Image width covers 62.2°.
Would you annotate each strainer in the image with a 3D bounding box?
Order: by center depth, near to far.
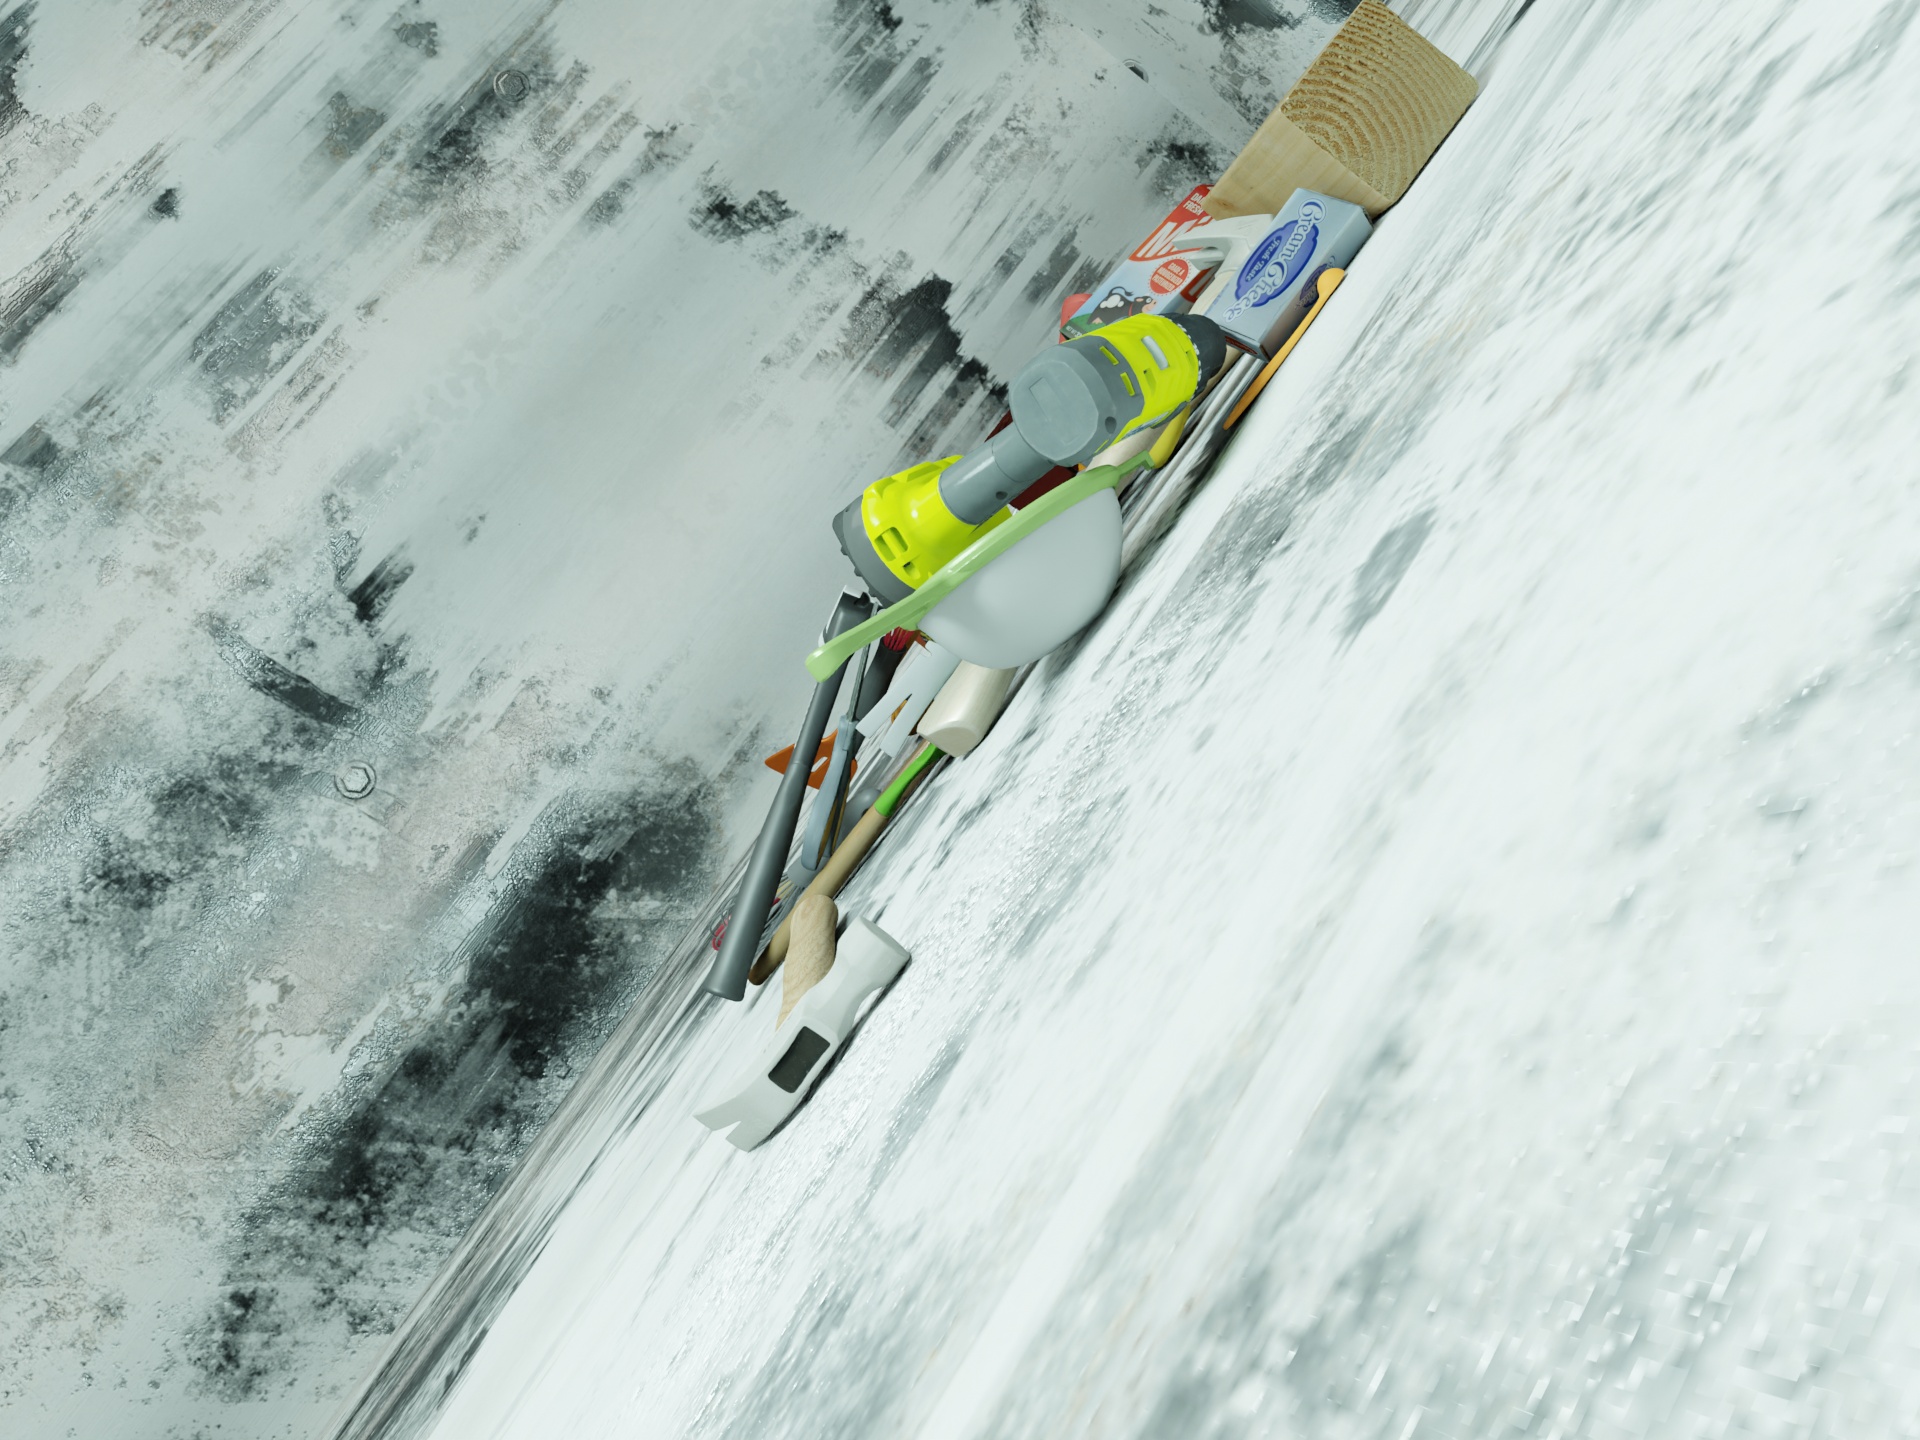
[{"bbox_3d":[0.014,-0.055,0.856,0.151,0.069,0.256,-37,-1,41],"label":"strainer"}]

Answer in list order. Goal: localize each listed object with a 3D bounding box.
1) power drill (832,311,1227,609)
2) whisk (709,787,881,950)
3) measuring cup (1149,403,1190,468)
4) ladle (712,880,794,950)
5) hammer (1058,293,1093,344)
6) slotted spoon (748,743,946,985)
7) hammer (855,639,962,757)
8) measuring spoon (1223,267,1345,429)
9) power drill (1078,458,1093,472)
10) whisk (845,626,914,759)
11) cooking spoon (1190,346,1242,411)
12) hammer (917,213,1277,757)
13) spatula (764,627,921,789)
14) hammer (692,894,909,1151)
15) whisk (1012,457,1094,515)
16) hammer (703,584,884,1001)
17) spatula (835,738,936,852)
[{"bbox_3d":[0.047,-0.162,0.950,0.228,0.080,0.190,-33,1,40],"label":"power drill"},{"bbox_3d":[-0.134,0.125,1.306,0.239,0.055,0.055,-45,9,34],"label":"whisk"},{"bbox_3d":[0.130,-0.180,1.151,0.156,0.029,0.062,112,-179,-60],"label":"measuring cup"},{"bbox_3d":[-0.151,0.143,1.428,0.315,0.031,0.069,-44,13,50],"label":"ladle"},{"bbox_3d":[0.077,-0.237,1.312,0.149,0.036,0.359,-45,23,40],"label":"hammer"},{"bbox_3d":[-0.067,0.080,1.123,0.313,0.031,0.070,-53,5,24],"label":"slotted spoon"},{"bbox_3d":[-0.035,-0.016,1.254,0.127,0.034,0.337,-53,0,-8],"label":"hammer"},{"bbox_3d":[0.188,-0.220,0.935,0.117,0.011,0.021,-53,5,-1],"label":"measuring spoon"},{"bbox_3d":[0.166,-0.325,1.433,0.226,0.084,0.164,-56,5,21],"label":"power drill"},{"bbox_3d":[-0.047,-0.077,1.288,0.295,0.073,0.073,-64,-2,35],"label":"whisk"},{"bbox_3d":[0.150,-0.219,1.193,0.318,0.017,0.069,-47,-1,39],"label":"cooking spoon"},{"bbox_3d":[0.090,-0.158,1.042,0.410,0.038,0.146,-57,30,-6],"label":"hammer"},{"bbox_3d":[-0.068,-0.045,1.365,0.322,0.081,0.041,-55,20,31],"label":"spatula"},{"bbox_3d":[-0.084,0.140,0.862,0.130,0.031,0.331,-53,5,0],"label":"hammer"},{"bbox_3d":[0.113,-0.204,1.298,0.058,0.059,0.246,-20,-15,-43],"label":"whisk"},{"bbox_3d":[-0.126,0.050,1.200,0.146,0.035,0.335,131,158,-67],"label":"hammer"},{"bbox_3d":[-0.002,-0.004,1.137,0.316,0.018,0.060,-51,-6,12],"label":"spatula"}]
